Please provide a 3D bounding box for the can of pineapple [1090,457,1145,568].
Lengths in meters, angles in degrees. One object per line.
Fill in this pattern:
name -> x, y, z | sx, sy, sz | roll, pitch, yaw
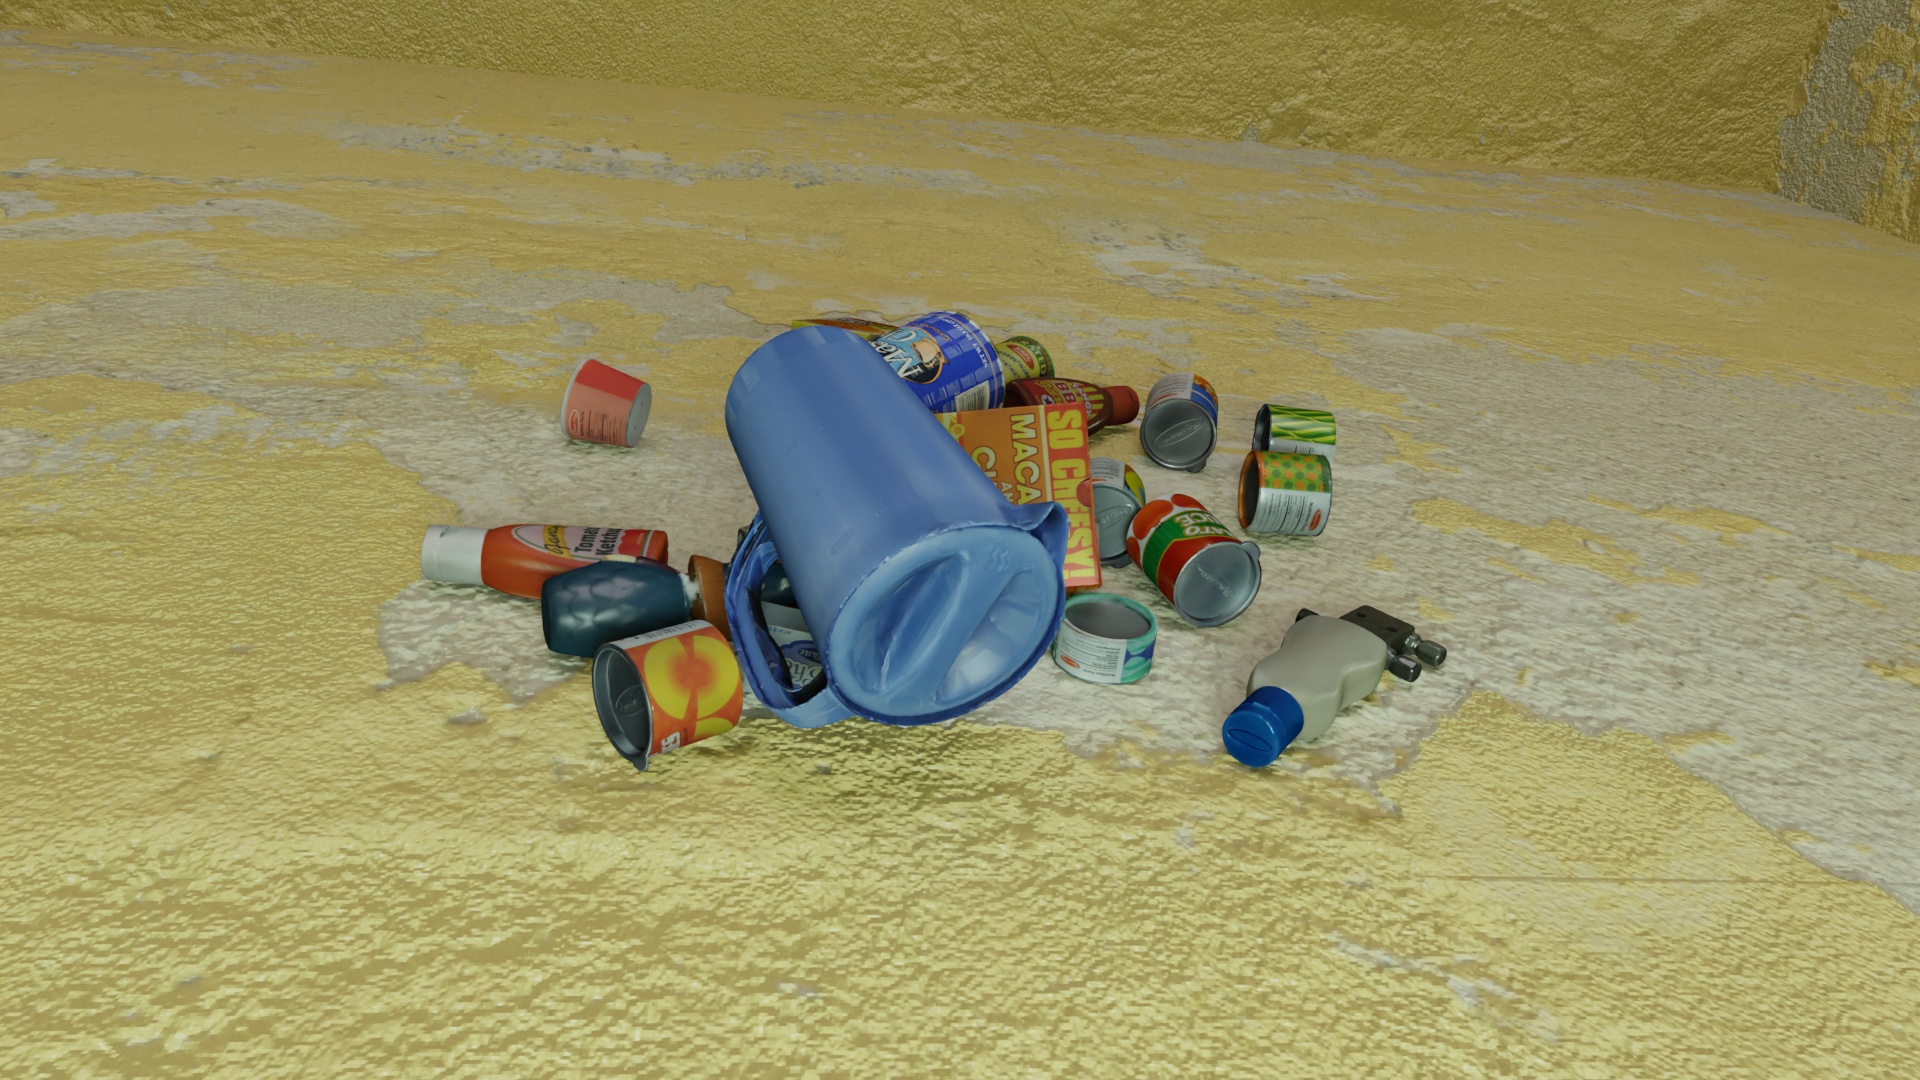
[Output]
can of pineapple -> 0.106, -0.021, 1.039 | 0.071, 0.070, 0.058 | 8, 25, 4

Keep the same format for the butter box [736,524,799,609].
butter box -> -0.102, 0.030, 0.892 | 0.103, 0.053, 0.024 | 24, 28, 31

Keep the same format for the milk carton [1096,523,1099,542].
milk carton -> 0.004, -0.012, 0.983 | 0.191, 0.073, 0.073 | 9, 25, 3

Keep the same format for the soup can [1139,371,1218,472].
soup can -> 0.197, -0.105, 1.238 | 0.071, 0.071, 0.084 | 10, 25, 7

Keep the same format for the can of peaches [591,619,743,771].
can of peaches -> -0.159, 0.083, 0.757 | 0.058, 0.071, 0.071 | -15, 33, -39

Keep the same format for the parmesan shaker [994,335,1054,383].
parmesan shaker -> 0.035, -0.143, 1.274 | 0.071, 0.071, 0.103 | 21, 29, 27

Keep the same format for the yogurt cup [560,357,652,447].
yogurt cup -> -0.285, -0.109, 1.125 | 0.054, 0.072, 0.073 | 17, 26, 2

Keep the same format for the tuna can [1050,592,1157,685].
tuna can -> 0.094, 0.062, 0.898 | 0.071, 0.032, 0.071 | 5, 26, -3

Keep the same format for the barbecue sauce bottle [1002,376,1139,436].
barbecue sauce bottle -> 0.100, -0.117, 1.247 | 0.149, 0.043, 0.065 | -10, 70, -43

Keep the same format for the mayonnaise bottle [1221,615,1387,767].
mayonnaise bottle -> 0.209, 0.092, 0.856 | 0.065, 0.041, 0.149 | 21, 30, 30

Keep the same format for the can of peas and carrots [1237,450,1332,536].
can of peas and carrots -> 0.258, -0.039, 1.110 | 0.059, 0.070, 0.071 | 4, 25, -5

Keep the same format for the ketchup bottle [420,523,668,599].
ketchup bottle -> -0.267, 0.014, 0.897 | 0.149, 0.043, 0.065 | 4, 26, -4

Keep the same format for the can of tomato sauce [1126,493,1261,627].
can of tomato sauce -> 0.164, 0.011, 0.978 | 0.071, 0.071, 0.083 | -2, 26, -19

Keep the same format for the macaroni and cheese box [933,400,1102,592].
macaroni and cheese box -> 0.005, -0.022, 0.914 | 0.166, 0.124, 0.040 | -5, -8, 2

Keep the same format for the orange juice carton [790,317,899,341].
orange juice carton -> -0.089, -0.157, 1.237 | 0.072, 0.073, 0.193 | 12, 12, 12

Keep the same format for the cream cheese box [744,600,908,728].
cream cheese box -> -0.074, 0.072, 0.811 | 0.104, 0.053, 0.024 | 11, 30, 10

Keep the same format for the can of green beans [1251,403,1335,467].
can of green beans -> 0.289, -0.083, 1.209 | 0.058, 0.071, 0.071 | 7, 25, -1
